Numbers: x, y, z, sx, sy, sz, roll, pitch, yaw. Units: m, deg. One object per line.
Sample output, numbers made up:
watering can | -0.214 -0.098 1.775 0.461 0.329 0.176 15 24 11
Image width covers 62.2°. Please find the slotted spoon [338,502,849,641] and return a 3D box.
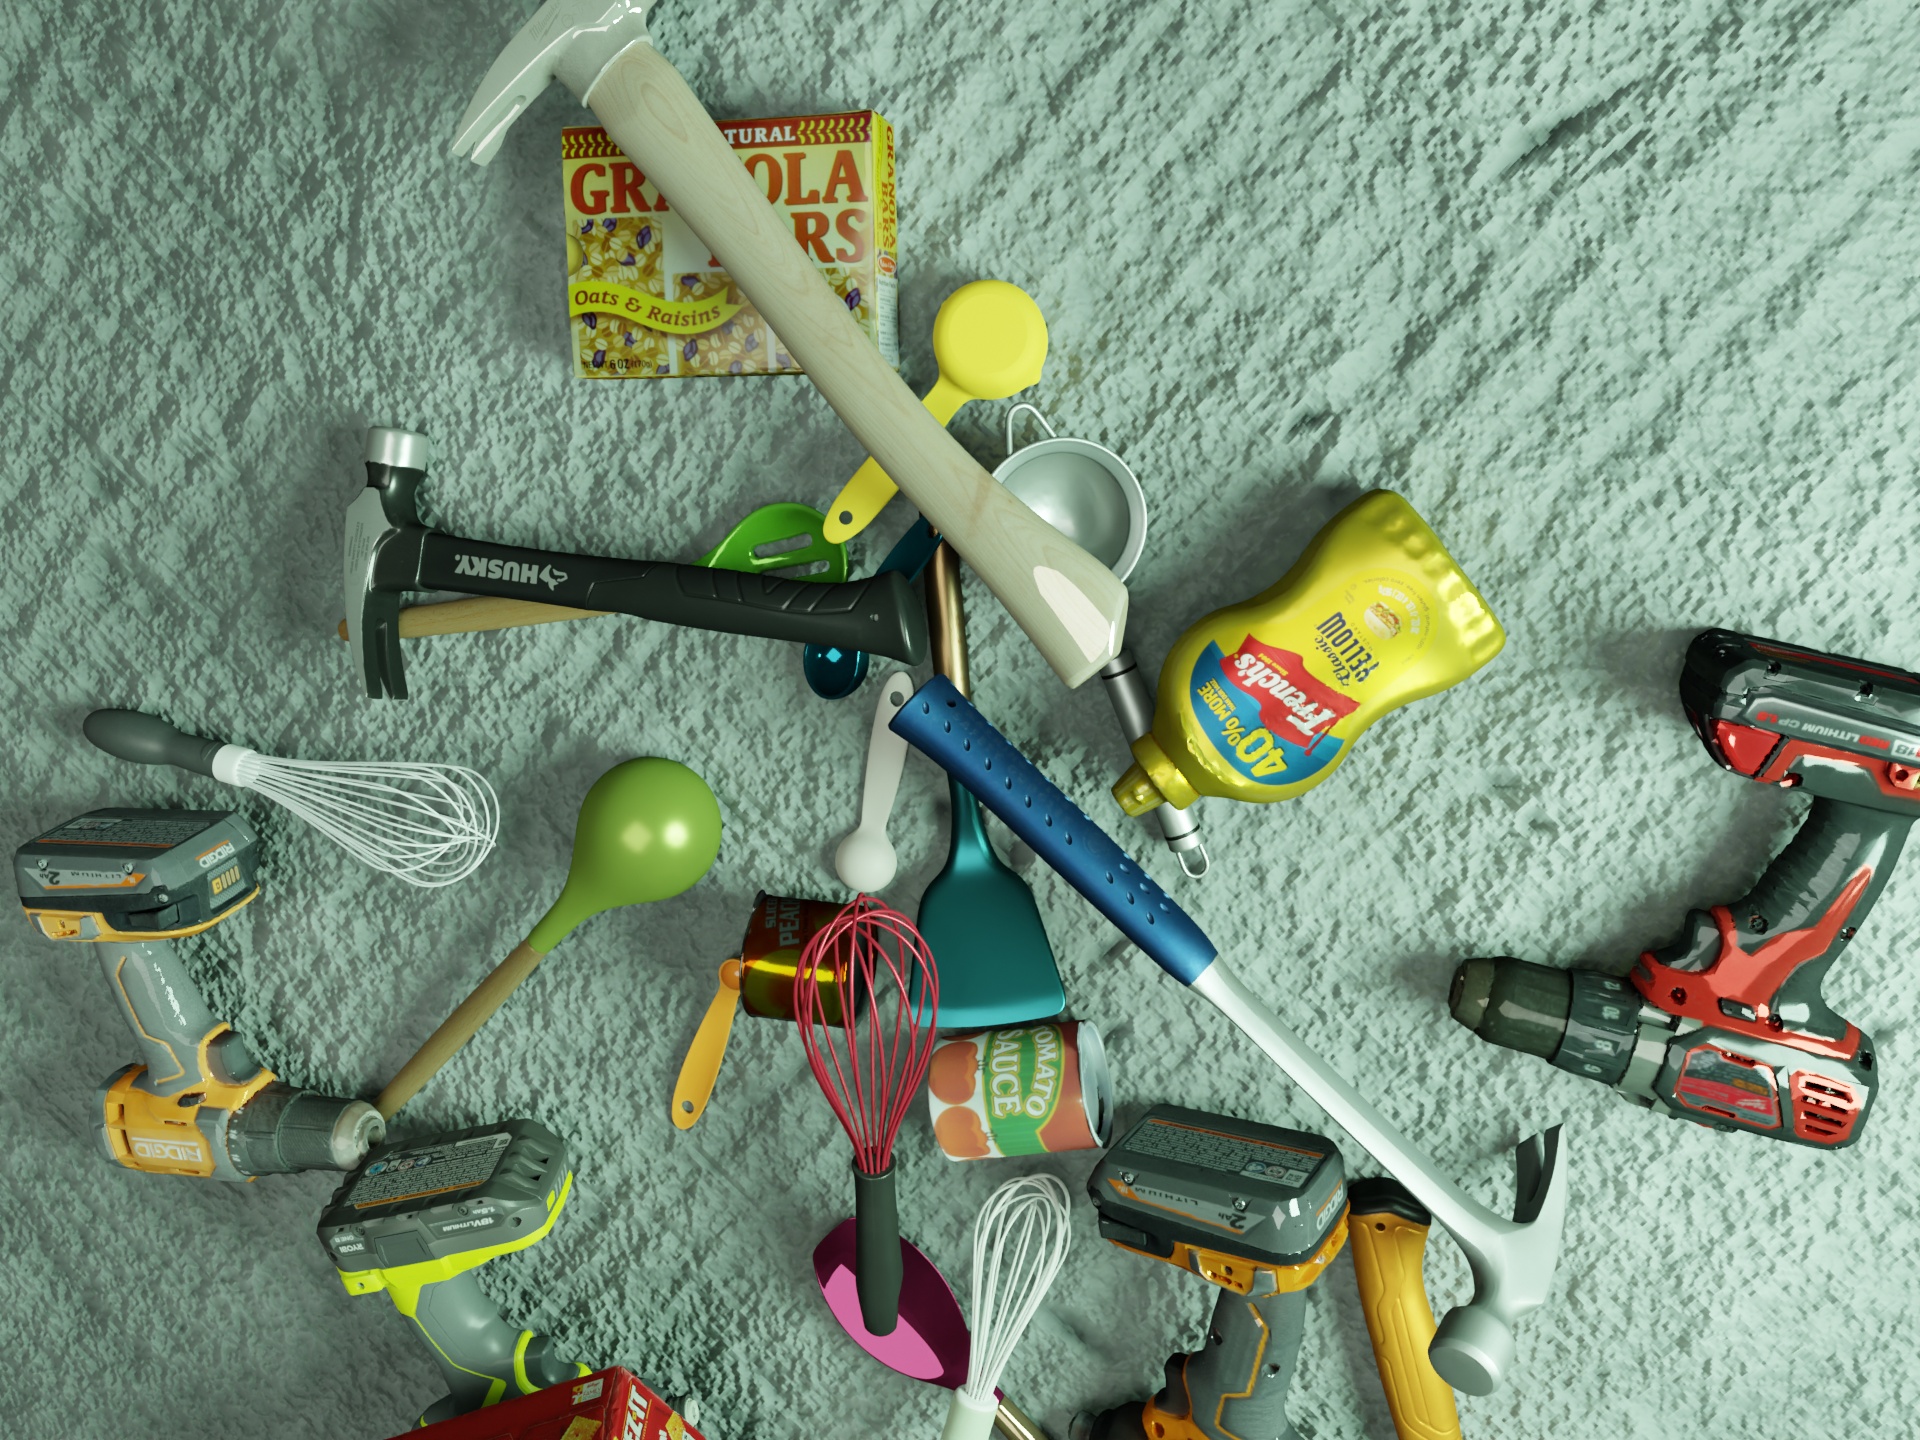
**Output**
slotted spoon | -0.202 -0.067 0.862 0.314 0.031 0.070 -6 92 17

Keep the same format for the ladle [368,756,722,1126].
ladle | -0.250 0.138 0.911 0.078 0.062 0.320 45 114 -1

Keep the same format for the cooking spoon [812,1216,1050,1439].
cooking spoon | 0.037 0.405 0.898 0.319 0.017 0.068 46 104 2

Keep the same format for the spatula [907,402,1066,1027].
spatula | -0.001 -0.003 0.816 0.082 0.044 0.317 -6 98 4

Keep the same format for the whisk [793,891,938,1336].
whisk | -0.045 0.212 0.816 0.073 0.073 0.295 7 121 12

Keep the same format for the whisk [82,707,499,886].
whisk | -0.389 0.033 0.915 0.285 0.070 0.070 14 104 16

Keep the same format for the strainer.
strainer | 0.073 -0.036 0.793 0.087 0.050 0.258 -23 101 0

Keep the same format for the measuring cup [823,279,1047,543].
measuring cup | -0.017 -0.149 0.782 0.062 0.029 0.156 40 93 0

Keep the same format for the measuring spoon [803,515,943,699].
measuring spoon | -0.037 -0.061 0.813 0.128 0.021 0.042 -50 59 29

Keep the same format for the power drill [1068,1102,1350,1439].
power drill | 0.124 0.321 0.823 0.164 0.084 0.226 4 106 32

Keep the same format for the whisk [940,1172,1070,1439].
whisk | 0.011 0.361 0.866 0.058 0.059 0.246 23 99 51

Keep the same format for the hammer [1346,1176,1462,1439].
hammer | 0.246 0.402 0.839 0.127 0.034 0.337 -12 97 15

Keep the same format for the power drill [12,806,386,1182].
power drill | -0.438 0.169 0.928 0.185 0.084 0.226 1 110 17

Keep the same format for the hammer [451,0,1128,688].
hammer | -0.072 -0.176 0.751 0.146 0.038 0.411 -40 85 15

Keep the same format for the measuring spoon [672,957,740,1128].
measuring spoon | -0.141 0.184 0.905 0.021 0.011 0.117 25 109 9

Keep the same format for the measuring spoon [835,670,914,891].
measuring spoon | -0.044 0.034 0.846 0.034 0.018 0.124 14 103 11

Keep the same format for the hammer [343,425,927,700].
hammer | -0.175 -0.064 0.821 0.335 0.035 0.146 9 91 18

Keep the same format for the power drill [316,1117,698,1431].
power drill | -0.259 0.349 0.918 0.171 0.080 0.223 -13 110 8

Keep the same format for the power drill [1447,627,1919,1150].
power drill | 0.343 0.077 0.732 0.188 0.080 0.226 14 107 11

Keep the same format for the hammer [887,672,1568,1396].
hammer | 0.127 0.125 0.768 0.405 0.144 0.035 44 139 6
